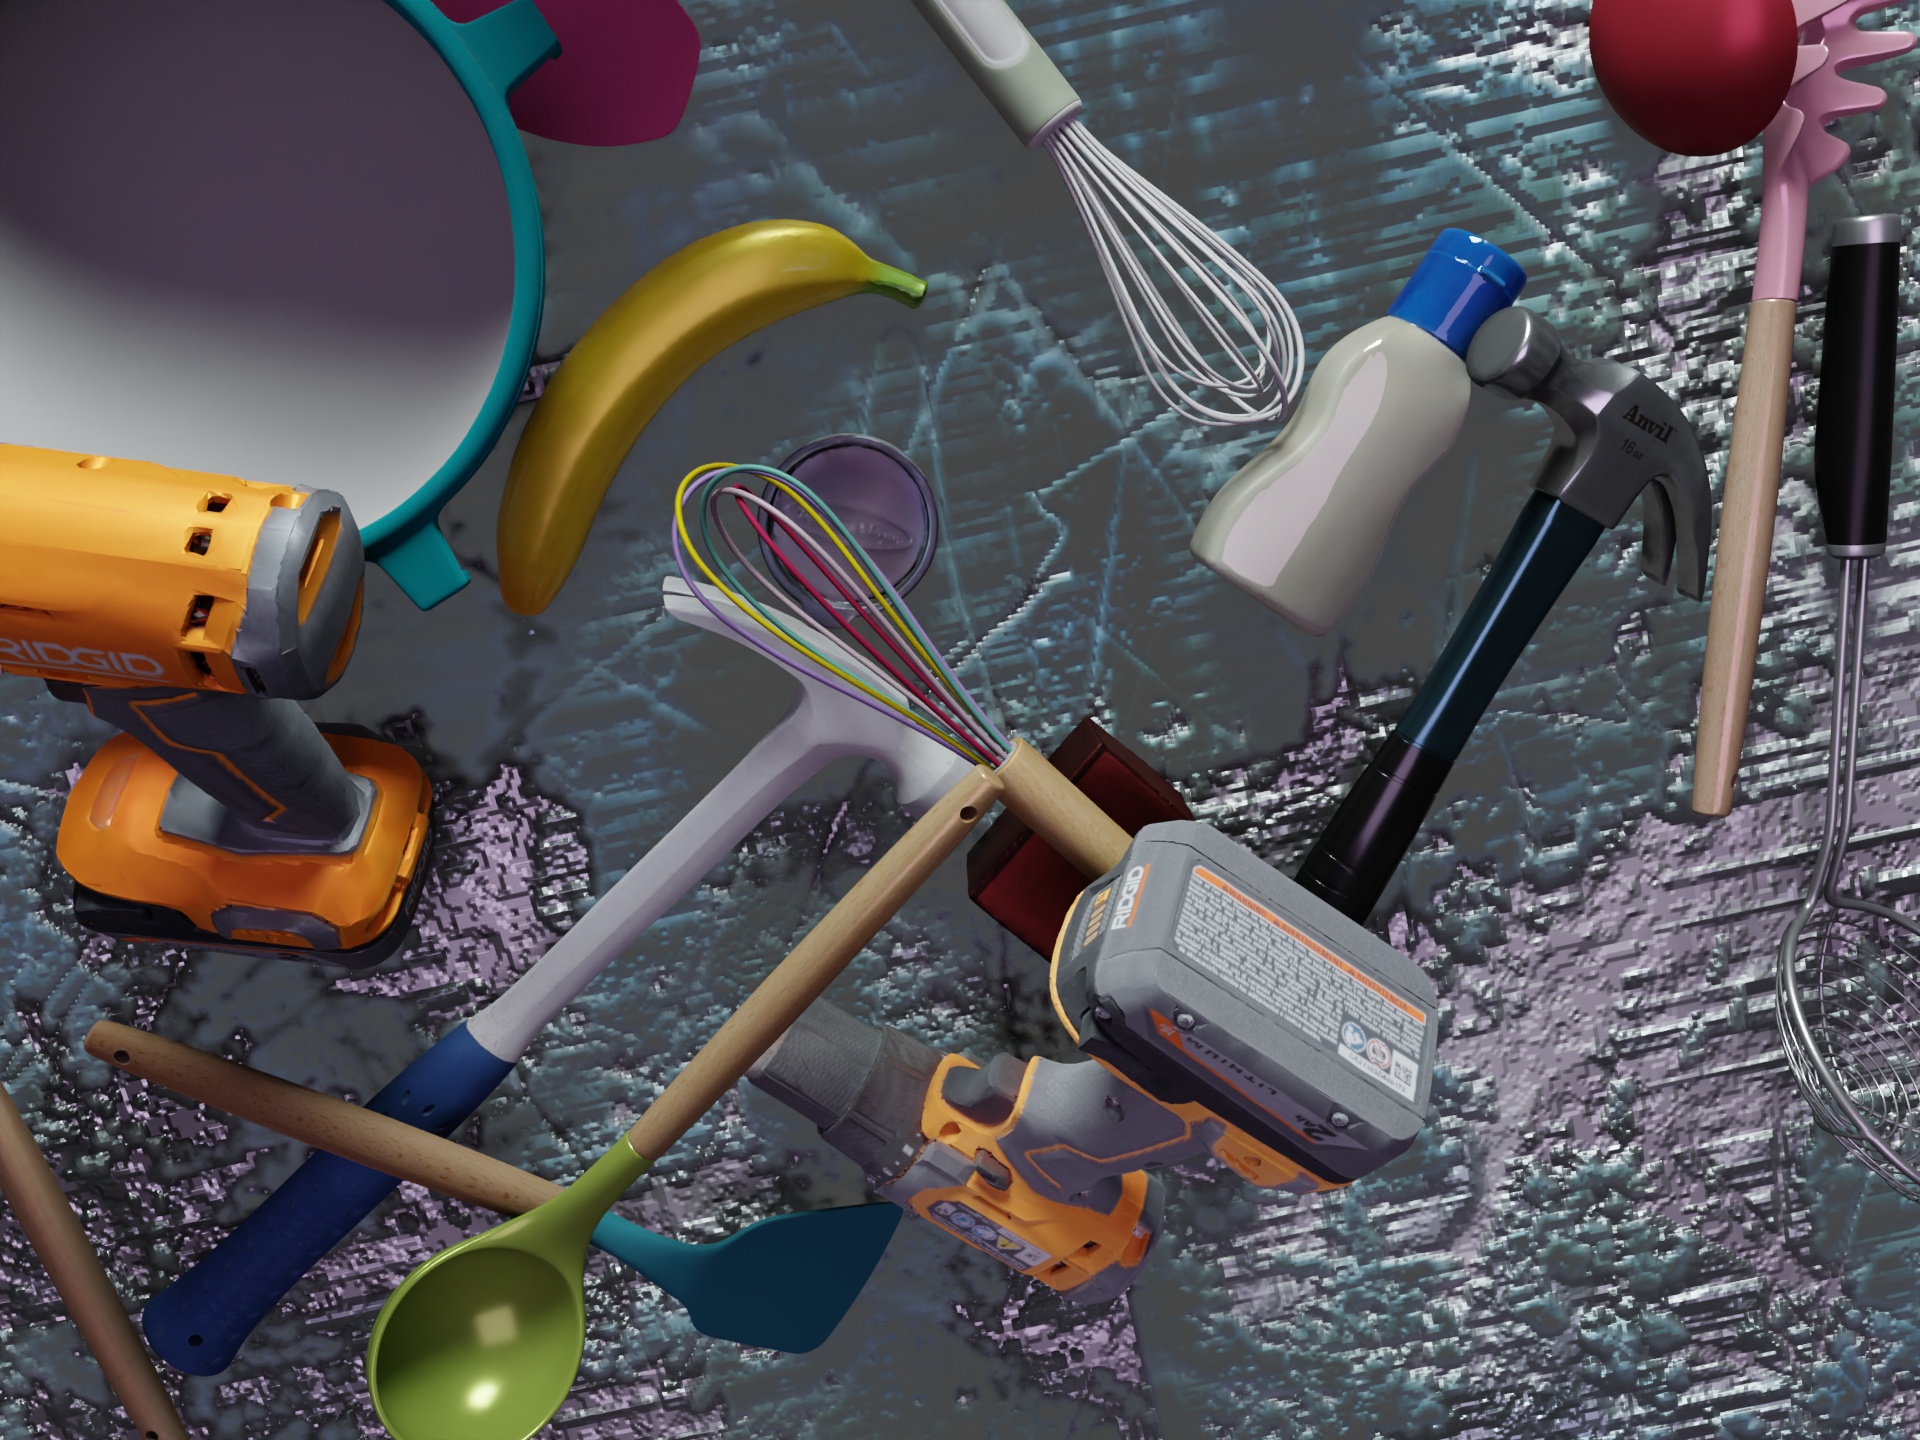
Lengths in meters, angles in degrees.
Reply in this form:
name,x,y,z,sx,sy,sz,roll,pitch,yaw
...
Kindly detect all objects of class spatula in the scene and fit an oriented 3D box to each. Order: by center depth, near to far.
name,x,y,z,sx,sy,sz,roll,pitch,yaw
spatula,-0.175,0.177,0.618,0.317,0.044,0.082,26,104,-14
spatula,-0.380,0.152,0.626,0.060,0.018,0.316,-25,94,6

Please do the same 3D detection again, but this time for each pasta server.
name,x,y,z,sx,sy,sz,roll,pitch,yaw
pasta server,0.293,-0.121,0.564,0.060,0.040,0.316,1,96,-42

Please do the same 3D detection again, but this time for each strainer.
name,x,y,z,sx,sy,sz,roll,pitch,yaw
strainer,-0.300,-0.168,0.535,0.340,0.095,0.211,12,100,-2

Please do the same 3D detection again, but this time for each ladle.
name,x,y,z,sx,sy,sz,roll,pitch,yaw
ladle,0.216,-0.346,0.532,0.031,0.069,0.315,-22,99,-37
ladle,-0.093,0.138,0.554,0.078,0.062,0.320,37,103,-26

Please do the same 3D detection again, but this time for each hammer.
name,x,y,z,sx,sy,sz,roll,pitch,yaw
hammer,0.168,0.021,0.605,0.128,0.033,0.331,21,106,-24
hammer,-0.180,0.114,0.621,0.405,0.035,0.144,-43,113,10

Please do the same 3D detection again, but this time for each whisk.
name,x,y,z,sx,sy,sz,roll,pitch,yaw
whisk,0.000,-0.003,0.552,0.245,0.047,0.051,42,112,-13
whisk,0.038,-0.203,0.559,0.058,0.059,0.246,-40,96,-5

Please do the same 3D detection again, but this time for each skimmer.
name,x,y,z,sx,sy,sz,roll,pitch,yaw
skimmer,0.358,-0.002,0.587,0.127,0.090,0.363,-10,102,-33

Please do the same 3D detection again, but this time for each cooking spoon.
name,x,y,z,sx,sy,sz,roll,pitch,yaw
cooking spoon,-0.243,-0.269,0.524,0.318,0.017,0.068,16,113,-17

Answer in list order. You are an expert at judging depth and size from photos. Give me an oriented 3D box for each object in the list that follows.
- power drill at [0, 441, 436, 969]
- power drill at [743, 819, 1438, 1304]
name,x,y,z,sx,sy,sz,roll,pitch,yaw
power drill,-0.264,-0.002,0.512,0.164,0.226,0.084,8,58,-3
power drill,0.031,0.123,0.570,0.185,0.084,0.226,33,137,-10
